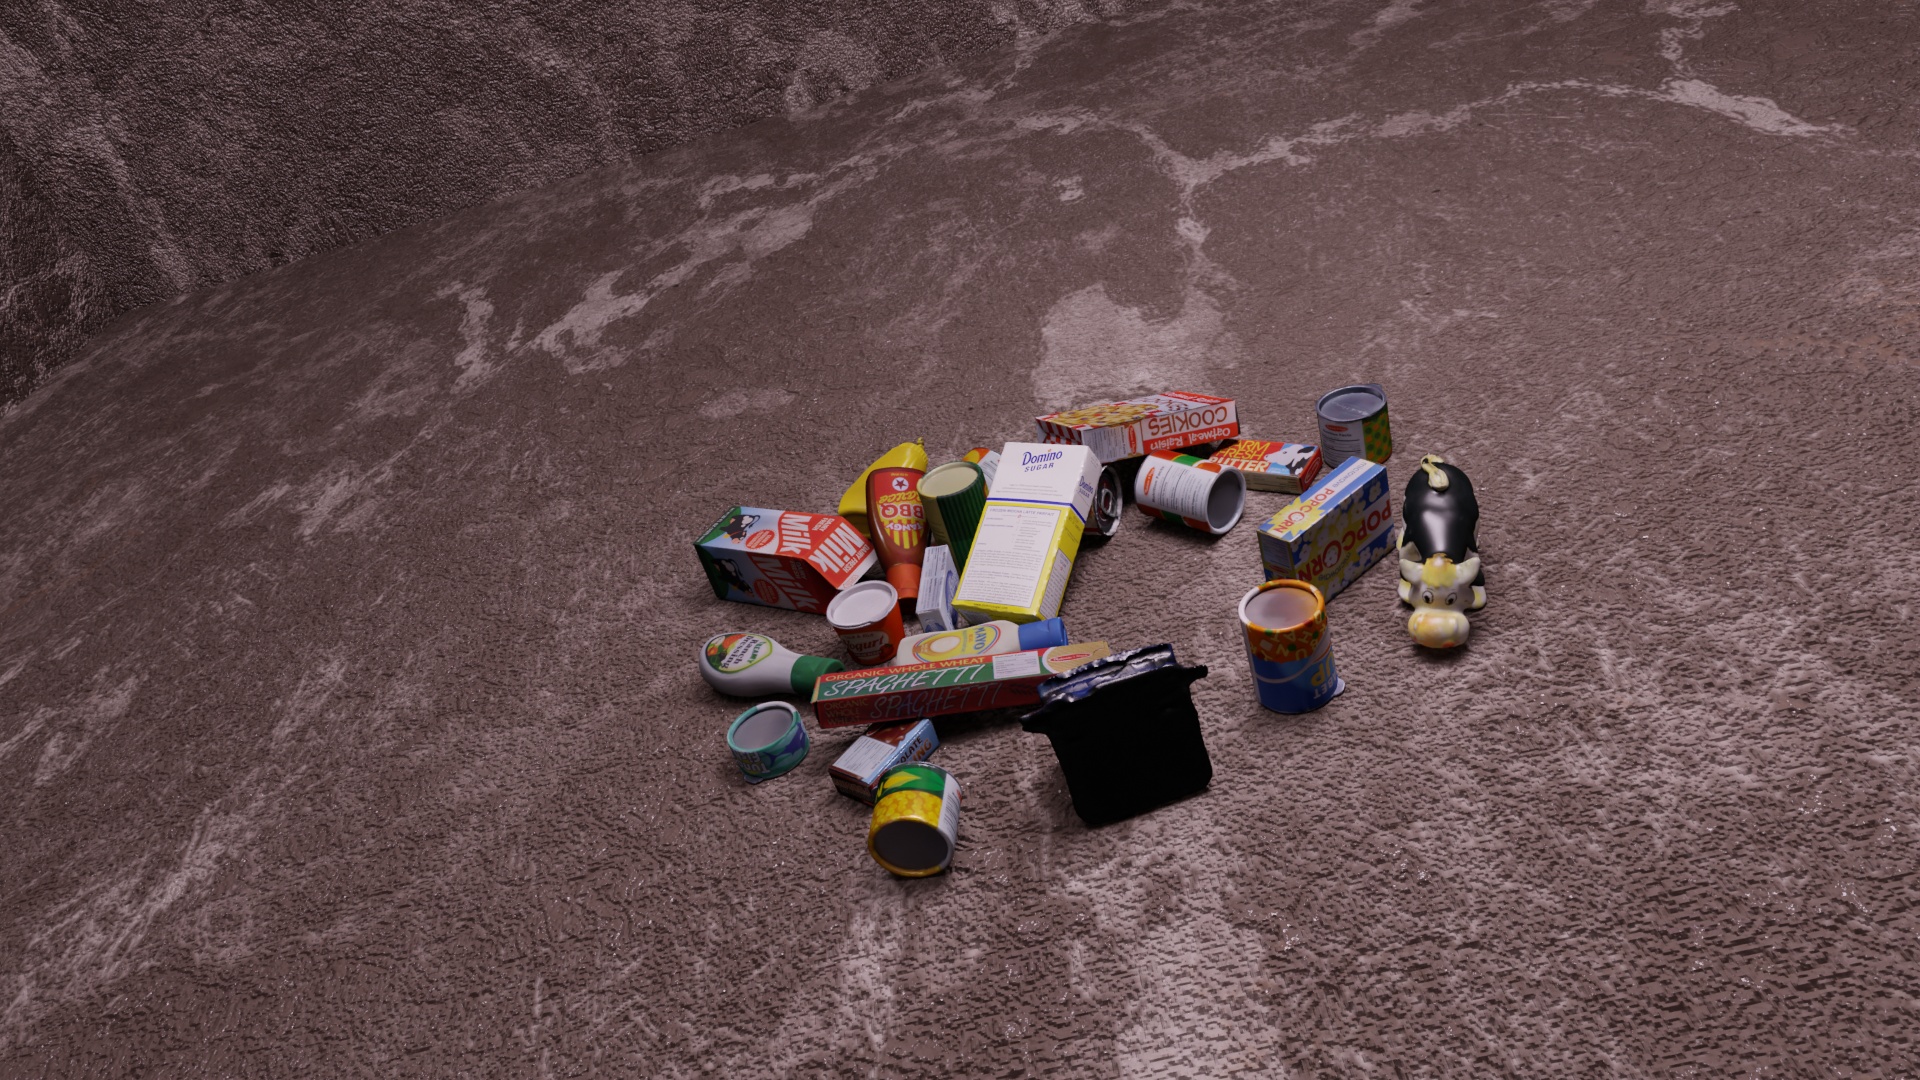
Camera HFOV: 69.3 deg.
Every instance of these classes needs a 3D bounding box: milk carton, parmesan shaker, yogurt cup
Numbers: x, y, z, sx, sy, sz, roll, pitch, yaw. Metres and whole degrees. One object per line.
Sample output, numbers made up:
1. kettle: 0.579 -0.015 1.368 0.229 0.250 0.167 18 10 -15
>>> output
1. milk carton: -0.169 0.020 1.399 0.190 0.073 0.073 6 39 33
2. parmesan shaker: 0.005 -0.017 1.338 0.071 0.102 0.072 -13 32 9
3. yogurt cup: -0.084 0.078 1.286 0.072 0.053 0.073 -13 32 9

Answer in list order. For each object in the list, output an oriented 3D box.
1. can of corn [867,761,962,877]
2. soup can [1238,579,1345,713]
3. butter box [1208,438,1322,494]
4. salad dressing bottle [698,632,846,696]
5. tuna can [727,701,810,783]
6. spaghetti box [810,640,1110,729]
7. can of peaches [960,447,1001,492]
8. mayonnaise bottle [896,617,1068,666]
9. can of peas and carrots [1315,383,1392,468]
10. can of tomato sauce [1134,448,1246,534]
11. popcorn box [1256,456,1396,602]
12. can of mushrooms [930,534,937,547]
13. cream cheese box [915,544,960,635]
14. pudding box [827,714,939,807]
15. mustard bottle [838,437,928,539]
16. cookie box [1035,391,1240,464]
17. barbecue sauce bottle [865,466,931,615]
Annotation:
1. can of corn: -0.037 0.211 1.048 0.071 0.071 0.058 -10 33 14
2. soup can: 0.257 0.082 1.078 0.071 0.083 0.072 -13 32 8
3. butter box: 0.293 -0.073 1.349 0.103 0.024 0.053 8 41 36
4. salad dressing bottle: -0.173 0.119 1.279 0.147 0.043 0.064 5 40 33
5. tuna can: -0.168 0.174 1.203 0.071 0.032 0.071 -13 32 8
6. spaghetti box: 0.002 0.120 1.161 0.250 0.028 0.050 -7 21 2
7. can of peaches: 0.016 -0.051 1.422 0.071 0.071 0.058 8 41 36
8. mayonnaise bottle: 0.019 0.099 1.213 0.148 0.041 0.065 -13 32 10
9. can of peas and carrots: 0.378 -0.109 1.329 0.071 0.058 0.071 -13 32 8
10. can of tomato sauce: 0.218 -0.046 1.310 0.083 0.071 0.071 18 47 43
11. popcorn box: 0.312 -0.003 1.177 0.127 0.085 0.038 -34 36 -24
12. can of mushrooms: -0.049 -0.008 1.418 0.071 0.033 0.071 -13 33 8
13. cream cheese box: -0.019 0.055 1.289 0.024 0.053 0.104 -12 33 12
14. pudding box: -0.062 0.178 1.146 0.049 0.030 0.084 11 43 40
15. mustard bottle: -0.072 -0.063 1.499 0.065 0.048 0.161 2 37 30
16. cookie box: 0.176 -0.114 1.396 0.168 0.040 0.123 -12 14 -16
17. barbecue sauce bottle: -0.057 0.000 1.352 0.065 0.043 0.149 1 58 -12
